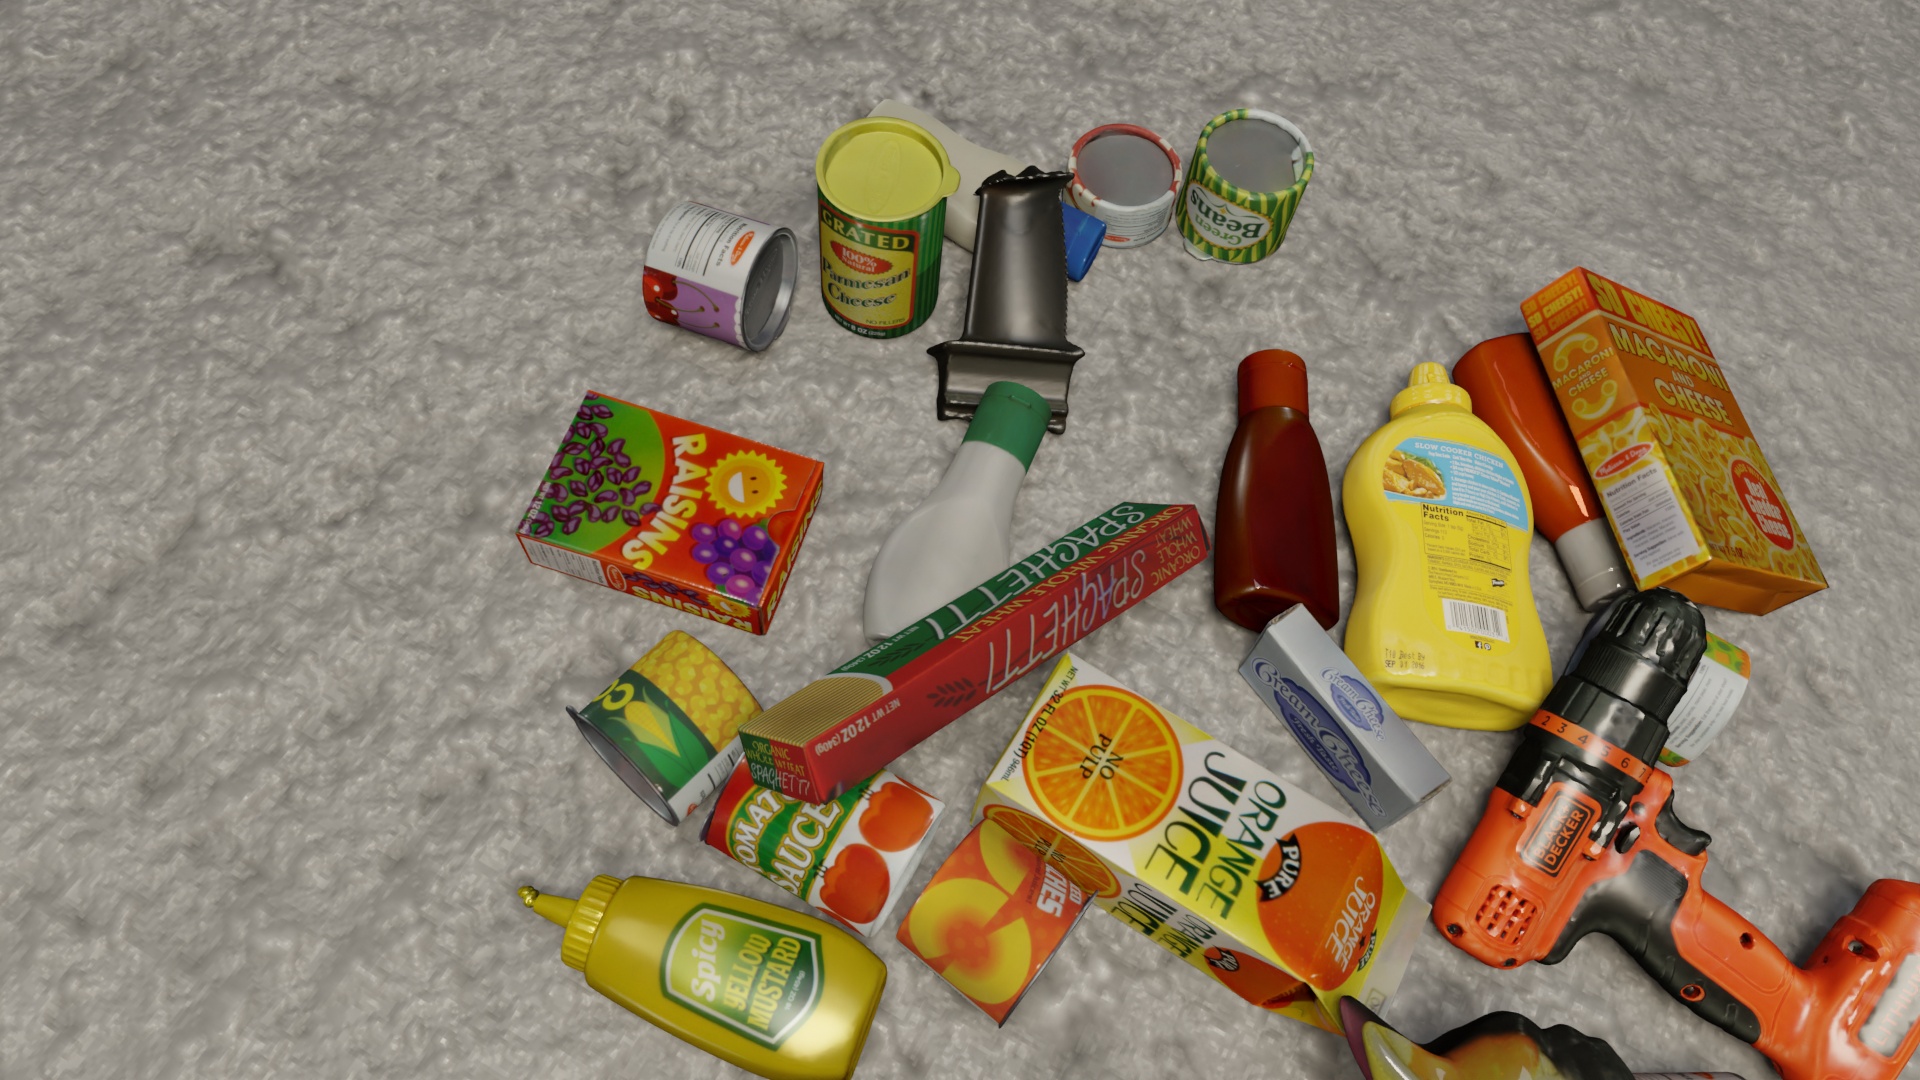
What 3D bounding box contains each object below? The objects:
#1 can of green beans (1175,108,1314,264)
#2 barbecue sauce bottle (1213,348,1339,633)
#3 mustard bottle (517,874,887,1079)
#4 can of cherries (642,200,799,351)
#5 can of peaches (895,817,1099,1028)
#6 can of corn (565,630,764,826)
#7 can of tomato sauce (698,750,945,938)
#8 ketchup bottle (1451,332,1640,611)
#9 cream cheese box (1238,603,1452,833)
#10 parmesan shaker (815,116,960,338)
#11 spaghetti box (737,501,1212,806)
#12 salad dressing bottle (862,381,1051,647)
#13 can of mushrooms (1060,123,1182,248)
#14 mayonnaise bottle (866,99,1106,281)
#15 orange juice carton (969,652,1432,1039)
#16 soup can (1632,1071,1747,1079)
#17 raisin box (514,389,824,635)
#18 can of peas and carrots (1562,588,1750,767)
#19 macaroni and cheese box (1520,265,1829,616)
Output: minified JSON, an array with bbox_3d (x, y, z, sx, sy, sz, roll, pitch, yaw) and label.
[{"bbox_3d":[0.160,-0.200,0.786,0.071,0.057,0.071,2,63,-4],"label":"can of green beans"},{"bbox_3d":[0.159,-0.027,0.703,0.065,0.043,0.149,21,58,-26],"label":"barbecue sauce bottle"},{"bbox_3d":[-0.113,0.175,0.577,0.160,0.048,0.065,18,62,4],"label":"mustard bottle"},{"bbox_3d":[-0.124,-0.136,0.725,0.058,0.071,0.072,18,63,11],"label":"can of cherries"},{"bbox_3d":[0.015,0.158,0.586,0.058,0.071,0.071,36,66,13],"label":"can of peaches"},{"bbox_3d":[-0.128,0.080,0.614,0.071,0.071,0.058,40,66,15],"label":"can of corn"},{"bbox_3d":[-0.058,0.123,0.598,0.083,0.071,0.071,28,65,9],"label":"can of tomato sauce"},{"bbox_3d":[0.313,-0.037,0.724,0.065,0.043,0.149,-5,64,-20],"label":"ketchup bottle"},{"bbox_3d":[0.176,0.084,0.646,0.024,0.053,0.104,-30,69,-20],"label":"cream cheese box"},{"bbox_3d":[-0.038,-0.159,0.723,0.071,0.102,0.071,2,63,-3],"label":"parmesan shaker"},{"bbox_3d":[0.016,0.041,0.616,0.251,0.050,0.028,-29,111,-36],"label":"spaghetti box"},{"bbox_3d":[0.002,-0.008,0.677,0.064,0.043,0.148,25,68,-1],"label":"salad dressing bottle"},{"bbox_3d":[0.091,-0.206,0.797,0.071,0.033,0.071,2,64,-3],"label":"can of mushrooms"},{"bbox_3d":[0.008,-0.192,0.780,0.148,0.041,0.065,27,66,7],"label":"mayonnaise bottle"},{"bbox_3d":[0.105,0.136,0.602,0.193,0.072,0.072,31,65,10],"label":"orange juice carton"},{"bbox_3d":[0.277,0.253,0.561,0.084,0.071,0.071,1,63,-4],"label":"soup can"},{"bbox_3d":[-0.139,-0.014,0.677,0.123,0.040,0.086,17,62,3],"label":"raisin box"},{"bbox_3d":[0.330,0.065,0.663,0.059,0.070,0.071,31,65,10],"label":"can of peas and carrots"},{"bbox_3d":[0.360,-0.049,0.707,0.124,0.040,0.167,10,57,-36],"label":"macaroni and cheese box"}]
